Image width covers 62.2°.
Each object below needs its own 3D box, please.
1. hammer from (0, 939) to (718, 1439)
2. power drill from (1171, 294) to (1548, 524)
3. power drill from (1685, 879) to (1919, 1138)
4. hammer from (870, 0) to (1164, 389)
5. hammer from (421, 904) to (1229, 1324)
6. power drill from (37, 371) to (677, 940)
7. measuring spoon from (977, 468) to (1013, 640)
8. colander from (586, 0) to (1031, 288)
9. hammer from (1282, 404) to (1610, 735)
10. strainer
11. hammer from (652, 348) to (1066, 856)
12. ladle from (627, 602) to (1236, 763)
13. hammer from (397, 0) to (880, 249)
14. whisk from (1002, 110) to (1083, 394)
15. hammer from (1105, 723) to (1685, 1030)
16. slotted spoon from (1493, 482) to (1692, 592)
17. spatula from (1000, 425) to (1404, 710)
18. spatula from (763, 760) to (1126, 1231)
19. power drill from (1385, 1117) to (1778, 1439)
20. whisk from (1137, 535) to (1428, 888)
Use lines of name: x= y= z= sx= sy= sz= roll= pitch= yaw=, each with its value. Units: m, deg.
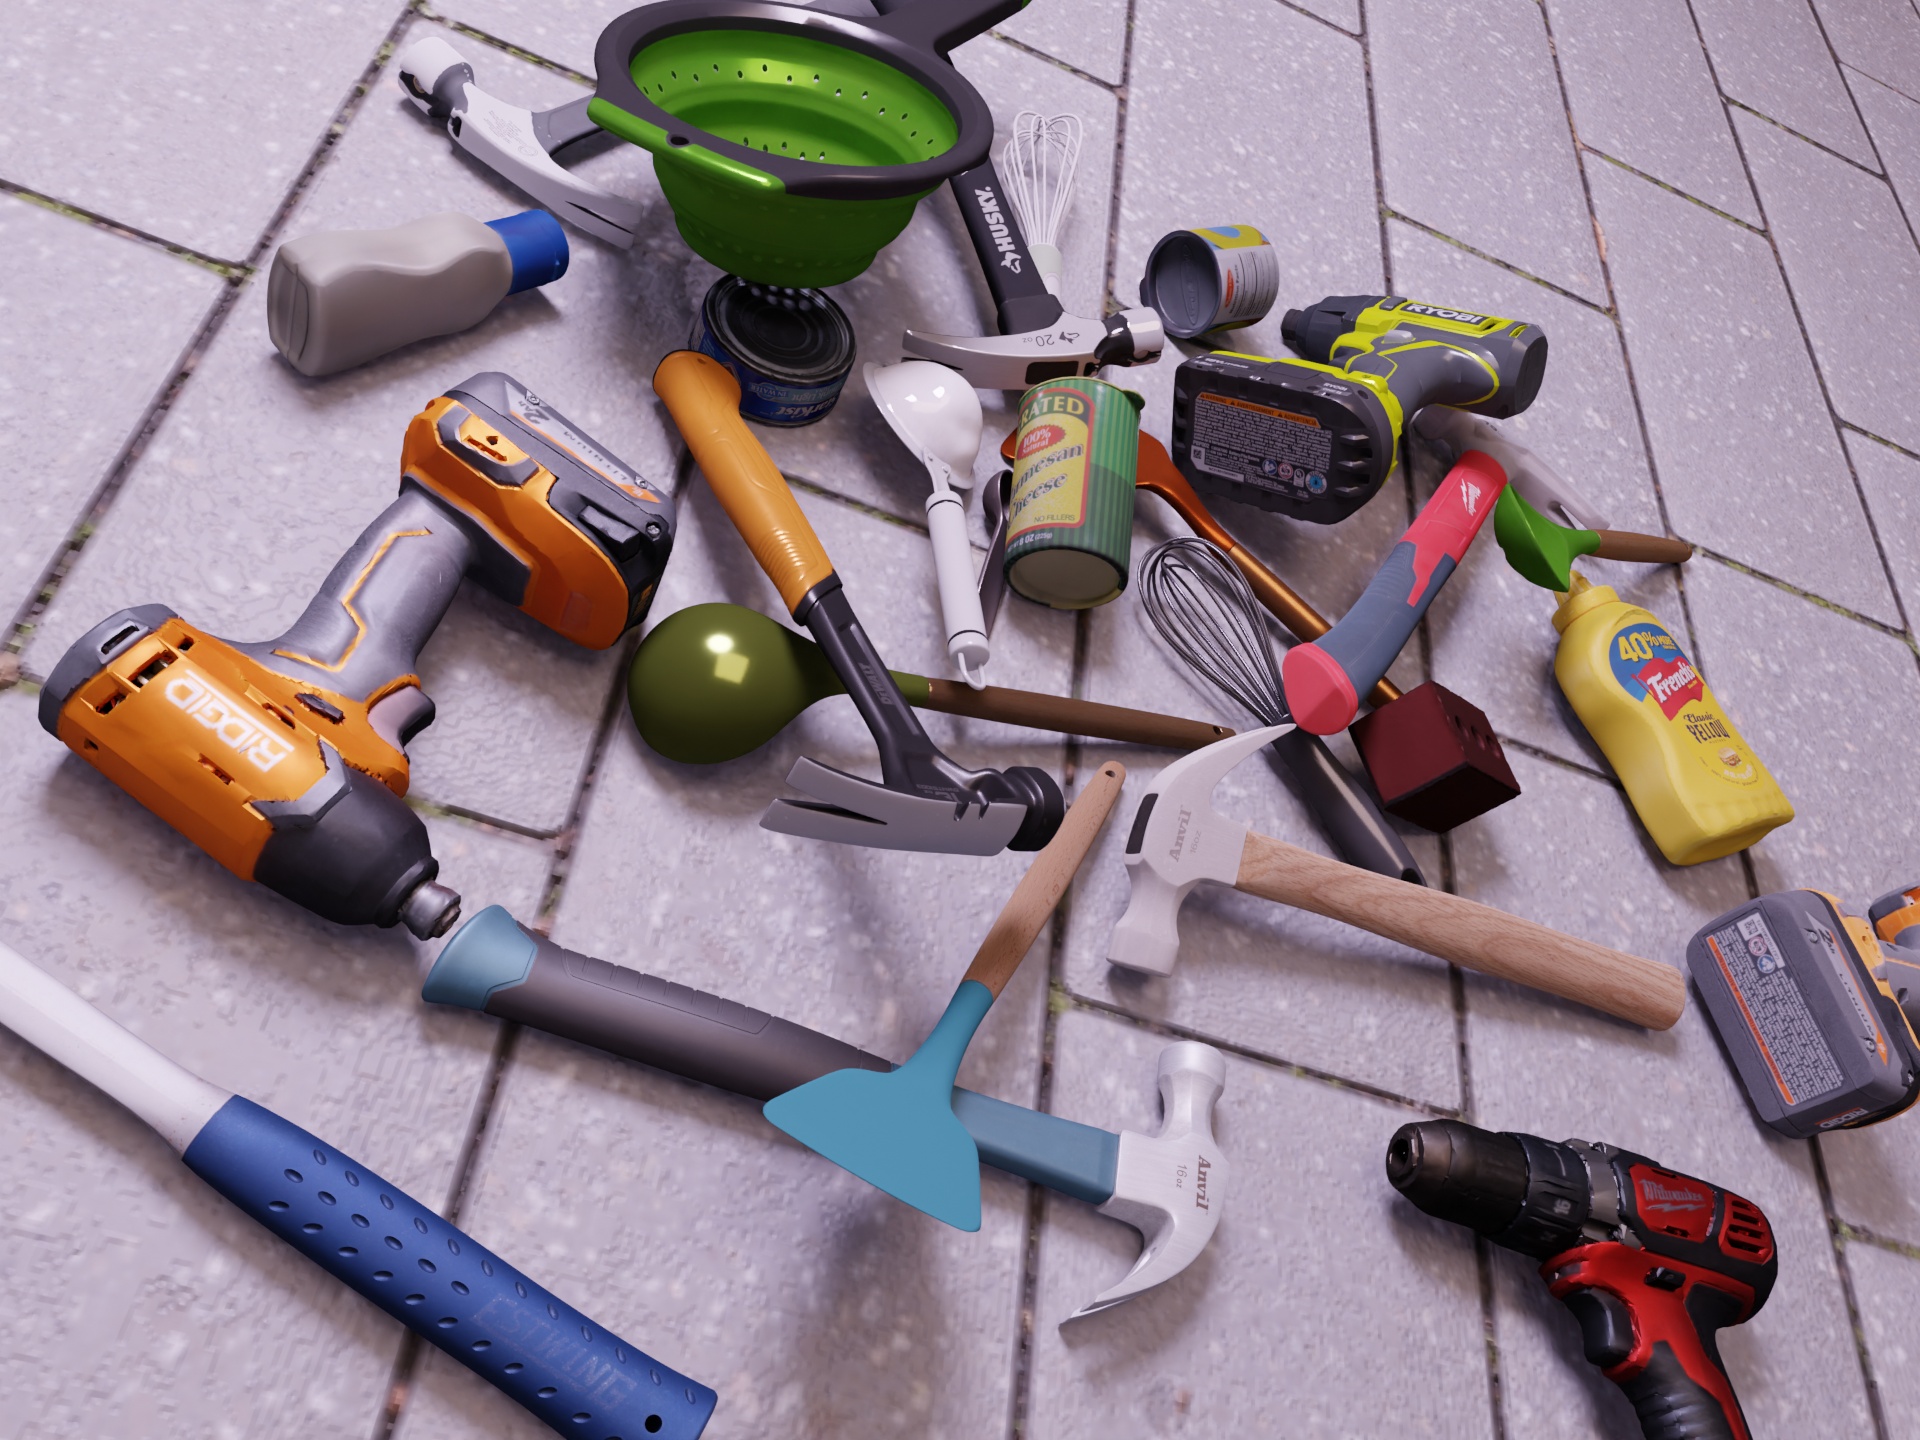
hammer: x=-0.256 y=0.125 z=0.532 sx=0.405 sy=0.035 sz=0.144 roll=35 pitch=49 yaw=-1
power drill: x=0.231 y=-0.204 z=0.968 sx=0.171 sy=0.080 sz=0.223 roll=23 pitch=39 yaw=33
power drill: x=0.523 y=0.176 z=0.868 sx=0.226 sy=0.084 sz=0.186 roll=3 pitch=58 yaw=-31
hammer: x=-0.001 y=-0.334 z=0.959 sx=0.146 sy=0.035 sz=0.335 roll=-12 pitch=63 yaw=-12
hammer: x=-0.044 y=0.143 z=0.630 sx=0.331 sy=0.033 sz=0.128 roll=21 pitch=49 yaw=-12
power drill: x=-0.214 y=-0.025 z=0.635 sx=0.164 sy=0.084 sz=0.226 roll=37 pitch=53 yaw=1
measuring spoon: x=0.012 y=-0.081 z=0.830 sx=0.034 sy=0.018 sz=0.124 roll=53 pitch=40 yaw=-43
colander: x=-0.055 y=-0.338 z=0.896 sx=0.204 sy=0.094 sz=0.397 roll=27 pitch=43 yaw=11
hammer: x=0.282 y=-0.084 z=0.925 sx=0.143 sy=0.038 sz=0.386 roll=42 pitch=42 yaw=4
strainer: x=-0.006 y=-0.112 z=0.800 sx=0.086 sy=0.050 sz=0.259 roll=33 pitch=34 yaw=-38
hammer: x=-0.079 y=-0.069 z=0.699 sx=0.127 sy=0.034 sz=0.337 roll=7 pitch=36 yaw=-38
ladle: x=-0.001 y=-0.002 z=0.758 sx=0.320 sy=0.062 sz=0.078 roll=8 pitch=49 yaw=-30
hammer: x=-0.136 y=-0.403 z=0.973 sx=0.149 sy=0.036 sz=0.409 roll=42 pitch=49 yaw=5
whisk: x=0.051 y=-0.291 z=0.983 sx=0.057 sy=0.059 sz=0.247 roll=36 pitch=45 yaw=-42
hammer: x=0.228 y=0.095 z=0.782 sx=0.331 sy=0.031 sz=0.130 roll=18 pitch=79 yaw=-21
slotted spoon: x=0.401 y=-0.108 z=0.991 sx=0.313 sy=0.031 sz=0.070 roll=-4 pitch=67 yaw=-49
spatula: x=0.164 y=-0.074 z=0.900 sx=0.322 sy=0.041 sz=0.081 roll=43 pitch=50 yaw=1
spatula: x=0.021 y=0.091 z=0.657 sx=0.082 sy=0.044 sz=0.318 roll=27 pitch=36 yaw=9
power drill: x=0.270 y=0.280 z=0.665 sx=0.187 sy=0.080 sz=0.227 roll=20 pitch=48 yaw=-13
whisk: x=0.172 y=0.000 z=0.836 sx=0.055 sy=0.055 sz=0.239 roll=-24 pitch=75 yaw=-37
